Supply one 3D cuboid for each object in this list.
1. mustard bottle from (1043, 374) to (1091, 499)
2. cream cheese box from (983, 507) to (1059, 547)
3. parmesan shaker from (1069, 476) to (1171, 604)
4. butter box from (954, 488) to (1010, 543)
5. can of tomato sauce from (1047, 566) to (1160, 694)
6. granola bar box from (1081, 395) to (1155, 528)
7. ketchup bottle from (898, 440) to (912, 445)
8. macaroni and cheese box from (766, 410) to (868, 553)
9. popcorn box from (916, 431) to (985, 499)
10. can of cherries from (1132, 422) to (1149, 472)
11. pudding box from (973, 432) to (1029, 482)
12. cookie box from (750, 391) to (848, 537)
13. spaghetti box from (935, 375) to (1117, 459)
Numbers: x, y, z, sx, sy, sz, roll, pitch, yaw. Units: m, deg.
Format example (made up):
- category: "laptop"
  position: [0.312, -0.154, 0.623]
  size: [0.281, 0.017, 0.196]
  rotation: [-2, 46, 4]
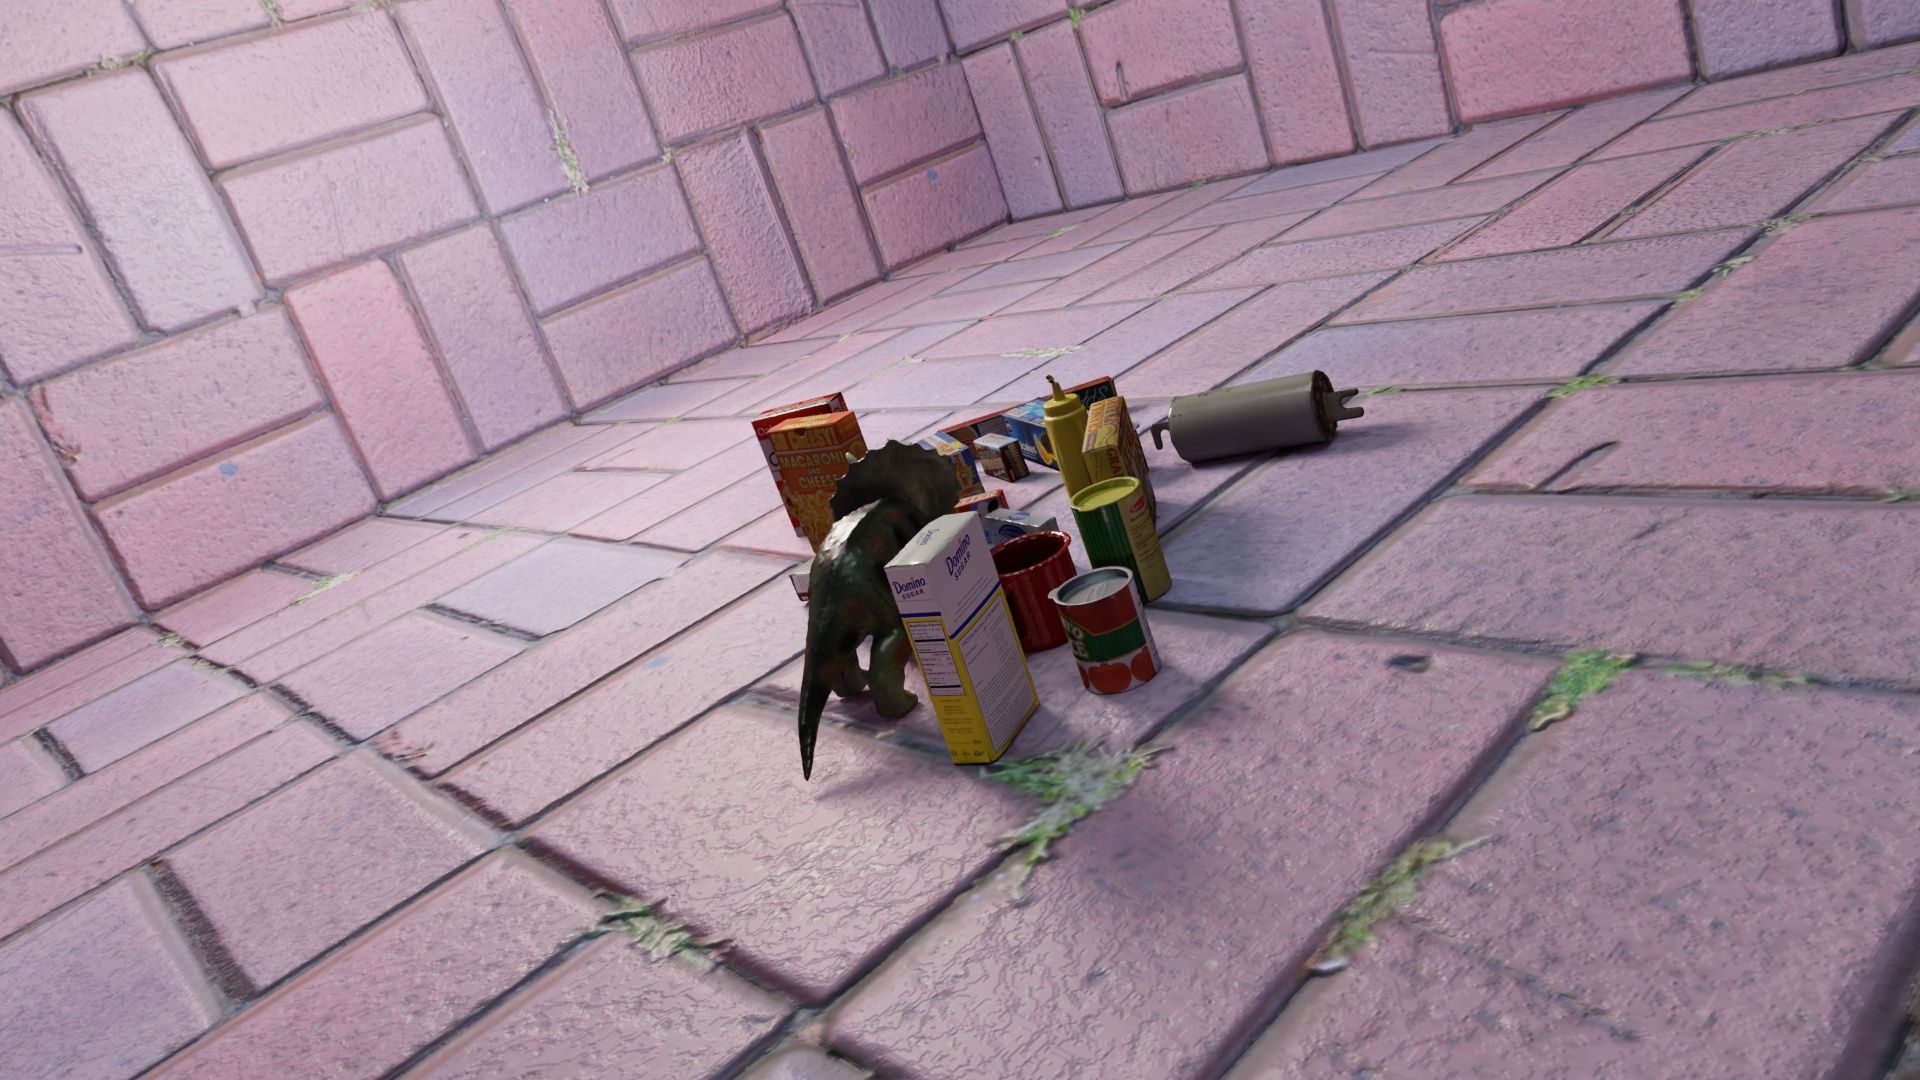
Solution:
- category: "mustard bottle"
  position: [0.123, -0.106, 1.503]
  size: [0.049, 0.159, 0.065]
  rotation: [-18, 18, 7]
- category: "cream cheese box"
  position: [0.068, -0.001, 1.430]
  size: [0.024, 0.053, 0.104]
  rotation: [-29, 20, -26]
- category: "parmesan shaker"
  position: [0.144, 0.004, 1.257]
  size: [0.071, 0.102, 0.071]
  rotation: [-18, 18, 6]
- category: "butter box"
  position: [0.006, -0.019, 1.547]
  size: [0.103, 0.053, 0.024]
  rotation: [-13, 19, 19]
- category: "can of tomato sauce"
  position: [0.117, 0.073, 1.118]
  size: [0.071, 0.083, 0.071]
  rotation: [-18, 18, 6]
- category: "granola bar box"
  position: [0.161, -0.062, 1.396]
  size: [0.039, 0.124, 0.166]
  rotation: [-15, 18, 14]
- category: "ketchup bottle"
  position: [-0.044, -0.033, 1.483]
  size: [0.064, 0.148, 0.044]
  rotation: [-3, 24, 43]
- category: "macaroni and cheese box"
  position: [-0.153, -0.067, 1.667]
  size: [0.123, 0.166, 0.040]
  rotation: [-3, 24, 42]
- category: "popcorn box"
  position: [-0.009, -0.079, 1.683]
  size: [0.038, 0.085, 0.127]
  rotation: [-23, 18, -10]
- category: "can of cherries"
  position: [0.178, -0.097, 1.584]
  size: [0.071, 0.058, 0.072]
  rotation: [-18, 18, 6]
- category: "pudding box"
  position: [0.051, -0.106, 1.753]
  size: [0.030, 0.049, 0.084]
  rotation: [-26, 19, -17]
- category: "cookie box"
  position: [-0.182, -0.096, 1.779]
  size: [0.123, 0.167, 0.040]
  rotation: [-10, 20, 27]
- category: "spaghetti box"
  position: [0.091, -0.160, 1.867]
  size: [0.250, 0.050, 0.029]
  rotation: [-17, 18, 7]
